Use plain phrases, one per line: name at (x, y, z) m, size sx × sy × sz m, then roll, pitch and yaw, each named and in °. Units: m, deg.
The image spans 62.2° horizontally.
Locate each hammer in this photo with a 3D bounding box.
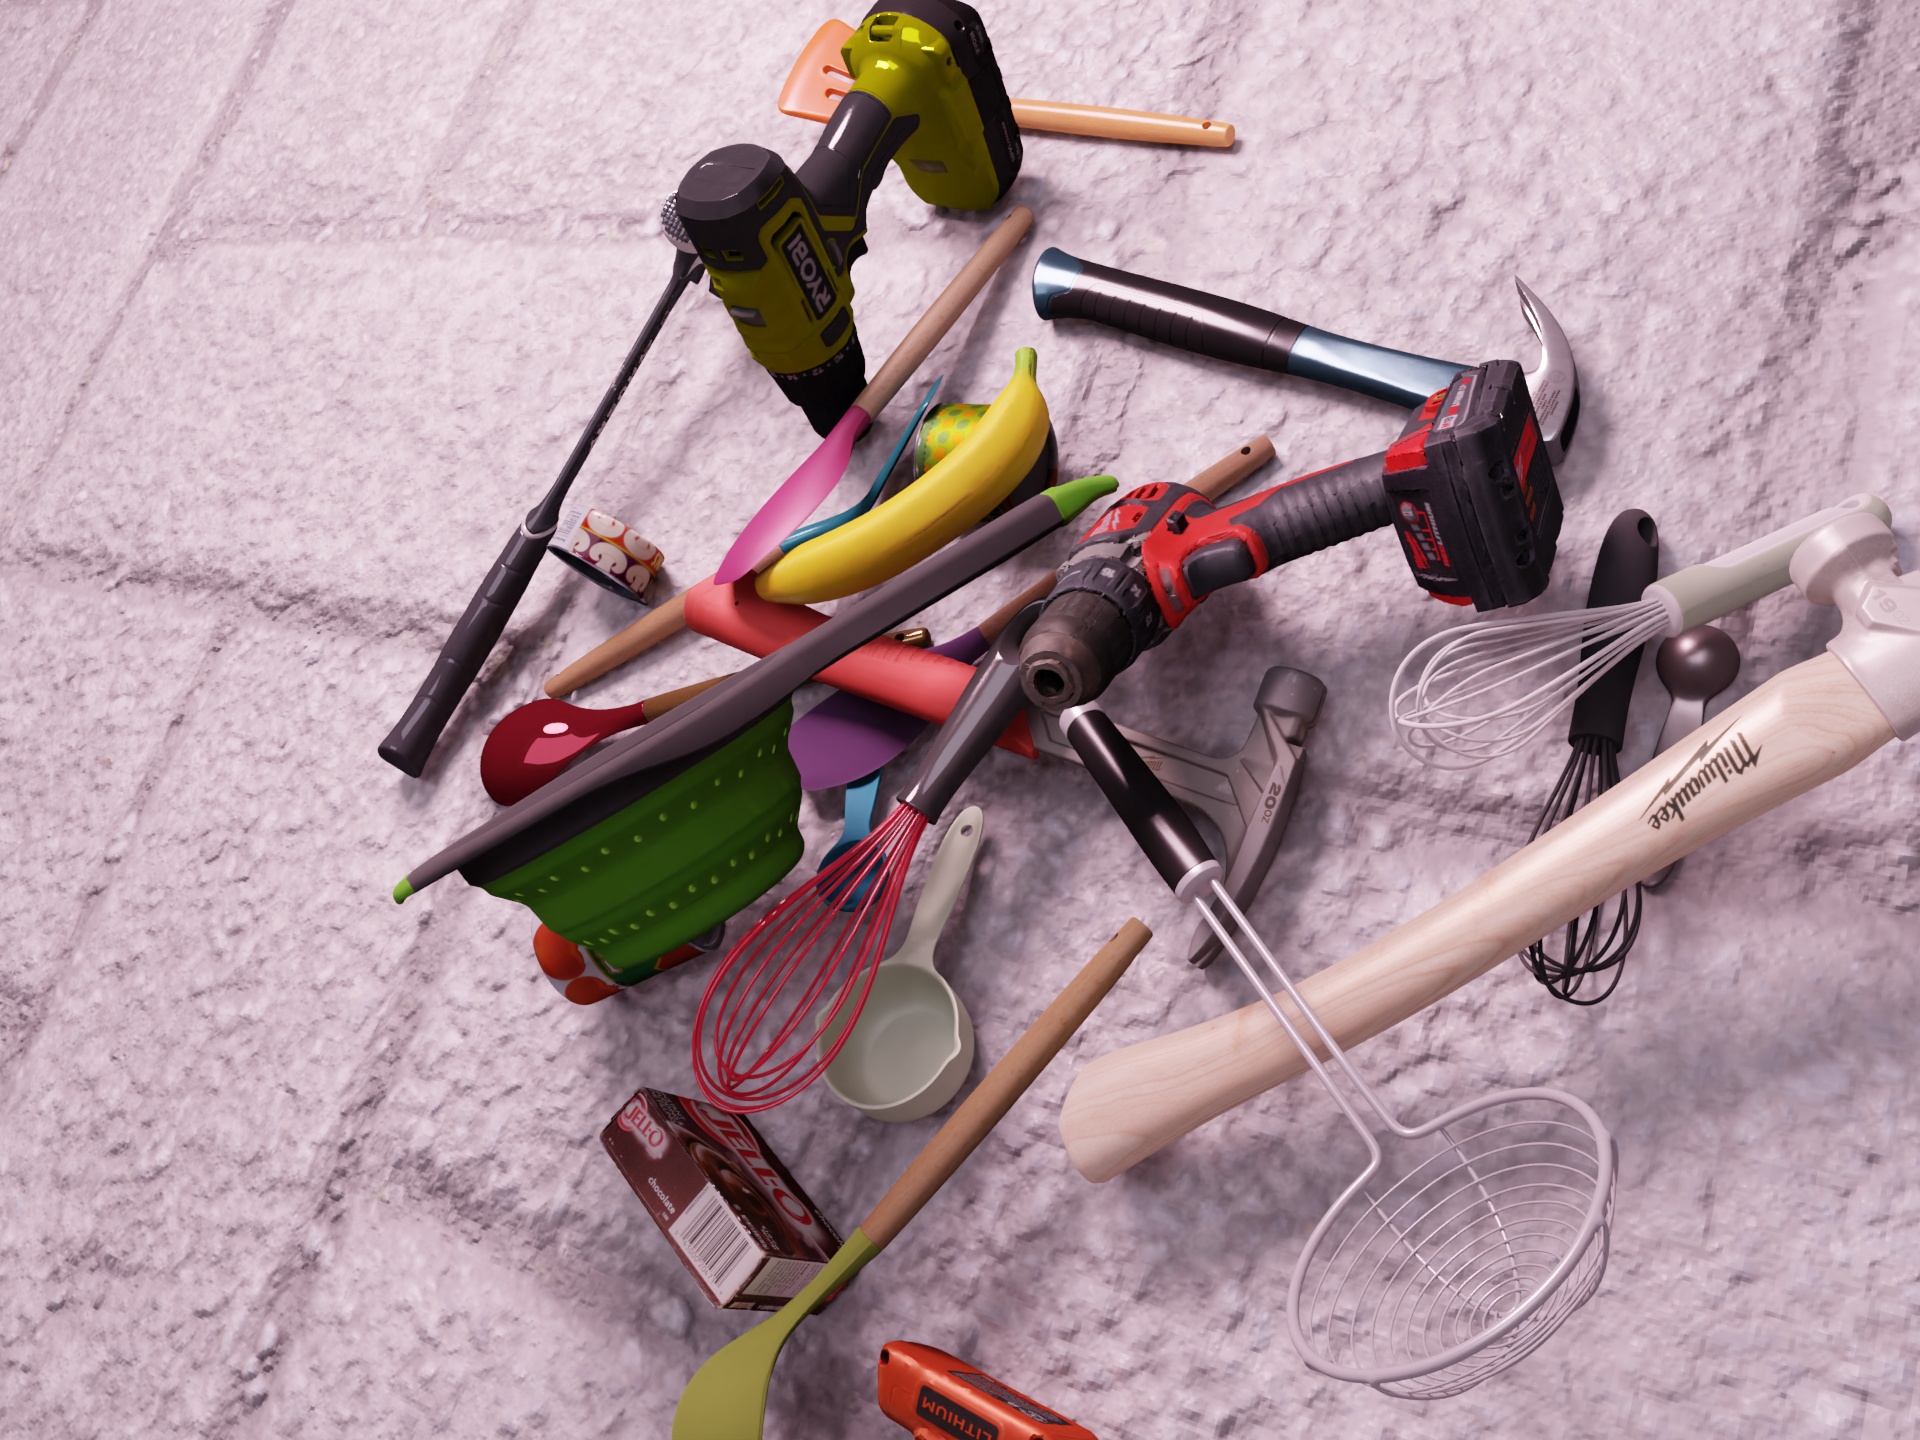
hammer at (-0.259, -0.143, 1.015) m, size 0.036 × 0.149 × 0.409 m, roll 31°, pitch 93°, yaw -4°
hammer at (0.170, -0.201, 0.853) m, size 0.331 × 0.033 × 0.128 m, roll 26°, pitch 82°, yaw 34°
hammer at (-0.001, -0.003, 0.828) m, size 0.359 × 0.036 × 0.149 m, roll 20°, pitch 80°, yaw 27°
hammer at (0.214, 0.087, 0.634) m, size 0.410 × 0.038 × 0.146 m, roll -36°, pitch 48°, yaw 19°

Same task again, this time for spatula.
spatula at (0.036, -0.058, 0.863) m, size 0.316 × 0.018 × 0.060 m, roll -34°, pitch 56°, yaw 8°
spatula at (0.026, -0.393, 1.011) m, size 0.323 × 0.041 × 0.081 m, roll 20°, pitch 76°, yaw 32°
spatula at (-0.132, -0.101, 0.956) m, size 0.317 × 0.044 × 0.082 m, roll -30°, pitch 17°, yaw 16°

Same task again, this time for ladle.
ladle at (-0.013, 0.220, 0.713) m, size 0.062 × 0.078 × 0.320 m, roll 43°, pitch 83°, yaw -2°
ladle at (-0.162, -0.010, 0.943) m, size 0.315 × 0.031 × 0.069 m, roll -14°, pitch 61°, yaw 19°

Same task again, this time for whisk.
whisk at (0.281, 0.010, 0.695) m, size 0.055 × 0.055 × 0.239 m, roll 6°, pitch 66°, yaw 29°
whisk at (-0.032, 0.060, 0.769) m, size 0.073 × 0.073 × 0.296 m, roll 27°, pitch 77°, yaw 34°
whisk at (0.290, -0.044, 0.674) m, size 0.246 × 0.058 × 0.059 m, roll -23°, pitch 100°, yaw -9°

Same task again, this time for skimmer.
skimmer at (0.113, 0.093, 0.625) m, size 0.127 × 0.090 × 0.364 m, roll -40°, pitch 45°, yaw 7°

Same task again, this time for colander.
colander at (-0.074, 0.011, 0.779) m, size 0.397 × 0.204 × 0.094 m, roll -32°, pitch 97°, yaw -8°

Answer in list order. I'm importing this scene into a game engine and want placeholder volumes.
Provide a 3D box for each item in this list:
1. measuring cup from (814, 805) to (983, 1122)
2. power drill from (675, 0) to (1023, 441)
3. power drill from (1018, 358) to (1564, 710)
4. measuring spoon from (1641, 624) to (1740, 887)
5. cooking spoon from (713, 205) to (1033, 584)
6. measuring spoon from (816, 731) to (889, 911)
measuring cup at (-0.015, 0.123, 0.804) m, size 0.083 × 0.038 × 0.168 m, roll 6°, pitch 60°, yaw 29°
power drill at (-0.056, -0.295, 0.941) m, size 0.080 × 0.190 × 0.228 m, roll 17°, pitch 62°, yaw 32°
power drill at (0.140, -0.074, 0.715) m, size 0.227 × 0.080 × 0.188 m, roll -13°, pitch 21°, yaw 31°
measuring spoon at (0.311, 0.013, 0.692) m, size 0.034 × 0.018 × 0.124 m, roll 10°, pitch 74°, yaw 30°
cooking spoon at (-0.044, -0.194, 0.921) m, size 0.069 × 0.017 × 0.319 m, roll -4°, pitch 45°, yaw 56°
measuring spoon at (-0.050, 0.048, 0.868) m, size 0.042 × 0.021 × 0.129 m, roll -9°, pitch 55°, yaw 23°
